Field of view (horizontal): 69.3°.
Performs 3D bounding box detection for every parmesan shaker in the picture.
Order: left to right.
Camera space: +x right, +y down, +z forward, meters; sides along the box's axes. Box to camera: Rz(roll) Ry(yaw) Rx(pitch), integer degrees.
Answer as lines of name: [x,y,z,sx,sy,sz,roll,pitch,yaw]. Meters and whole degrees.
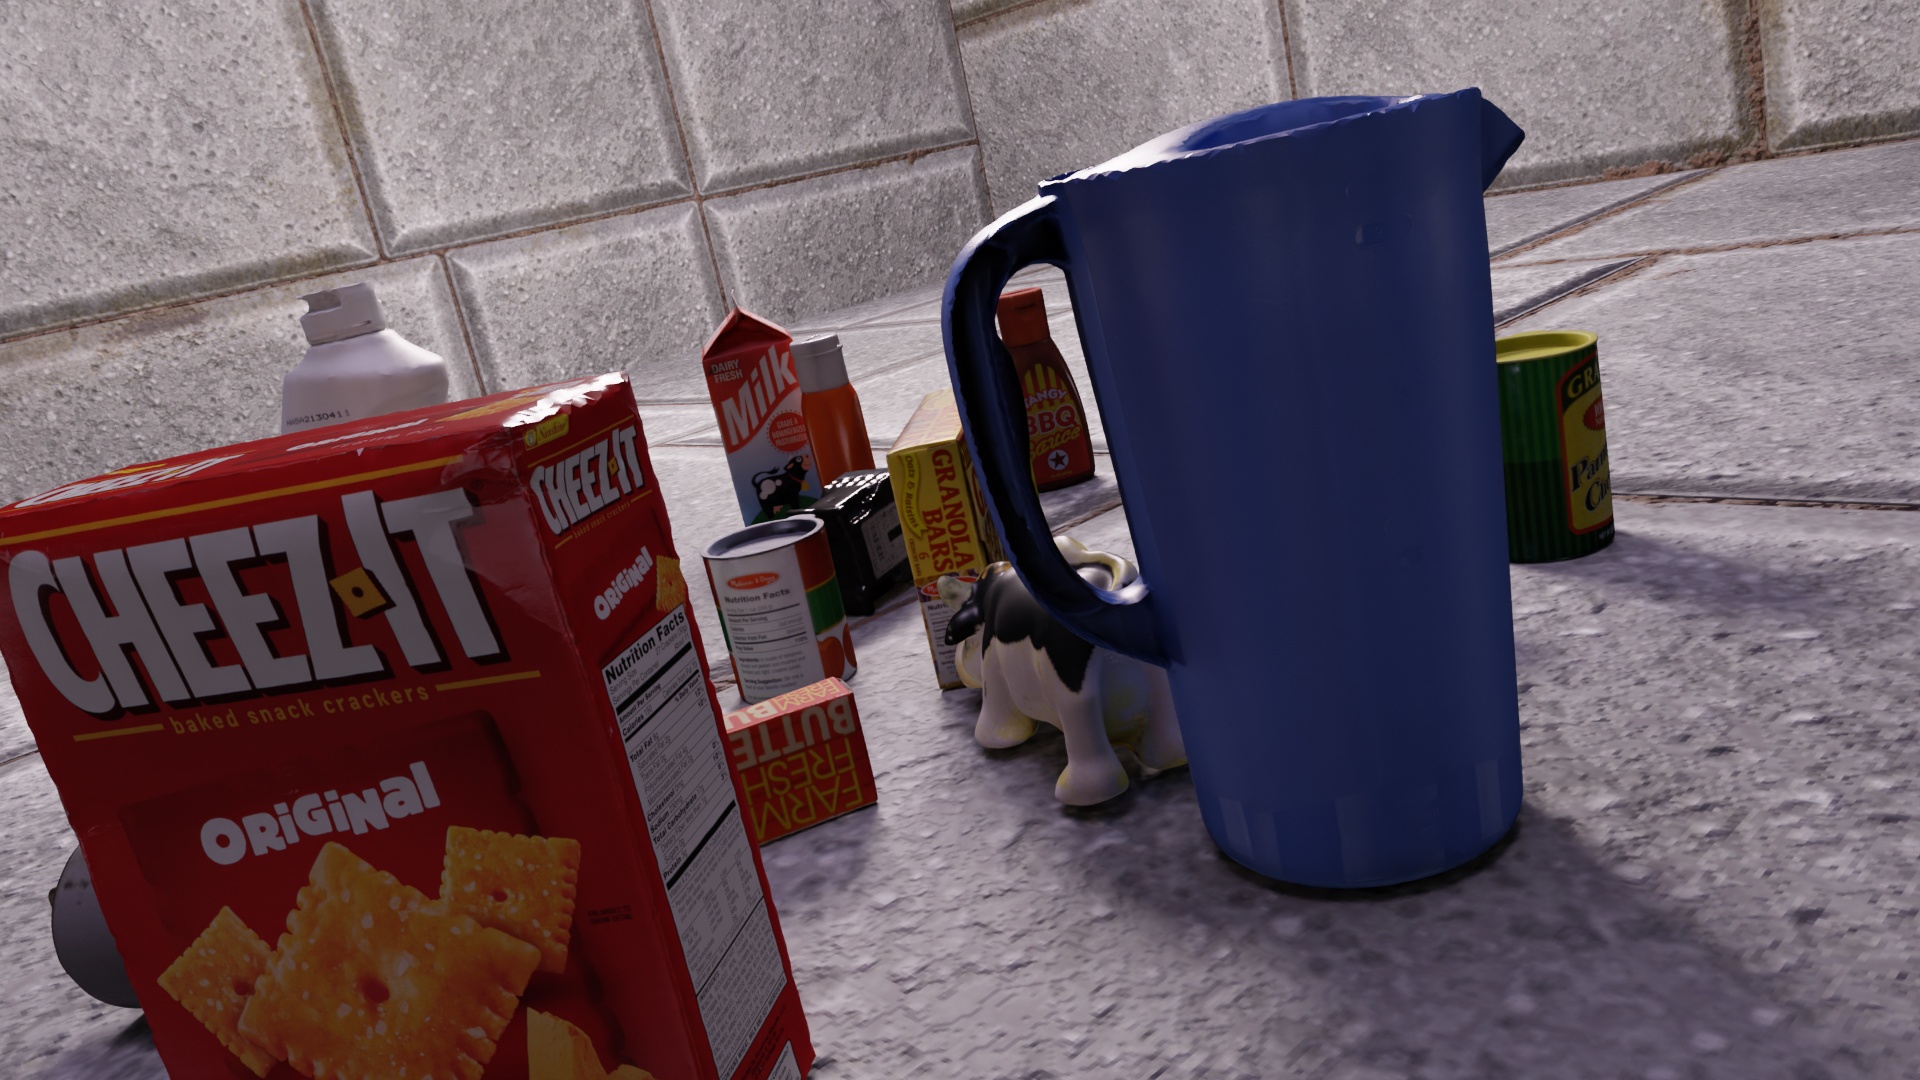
parmesan shaker: [0.289,-0.048,0.697,0.071,0.102,0.071,-12,14,3]

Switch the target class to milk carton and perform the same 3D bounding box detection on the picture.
milk carton: [-0.155,-0.102,1.090,0.073,0.190,0.072,-14,14,-7]

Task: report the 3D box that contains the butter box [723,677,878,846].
butter box: [-0.089,0.097,0.565,0.104,0.053,0.024,-18,15,-19]

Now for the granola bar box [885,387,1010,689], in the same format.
granola bar box: [0.003,-0.009,0.746,0.039,0.124,0.166,-11,15,8]

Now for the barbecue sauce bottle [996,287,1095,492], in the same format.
barbecue sauce bottle: [0.057,-0.113,1.039,0.065,0.148,0.044,-15,14,-8]

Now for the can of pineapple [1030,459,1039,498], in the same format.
can of pineapple: [0.019,-0.031,0.942,0.071,0.057,0.071,-12,15,3]

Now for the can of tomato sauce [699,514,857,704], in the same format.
can of tomato sauce: [-0.095,0.036,0.739,0.071,0.083,0.071,-12,14,3]

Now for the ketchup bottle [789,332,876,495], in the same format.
ketchup bottle: [-0.091,-0.078,1.030,0.043,0.148,0.065,-10,14,9]
